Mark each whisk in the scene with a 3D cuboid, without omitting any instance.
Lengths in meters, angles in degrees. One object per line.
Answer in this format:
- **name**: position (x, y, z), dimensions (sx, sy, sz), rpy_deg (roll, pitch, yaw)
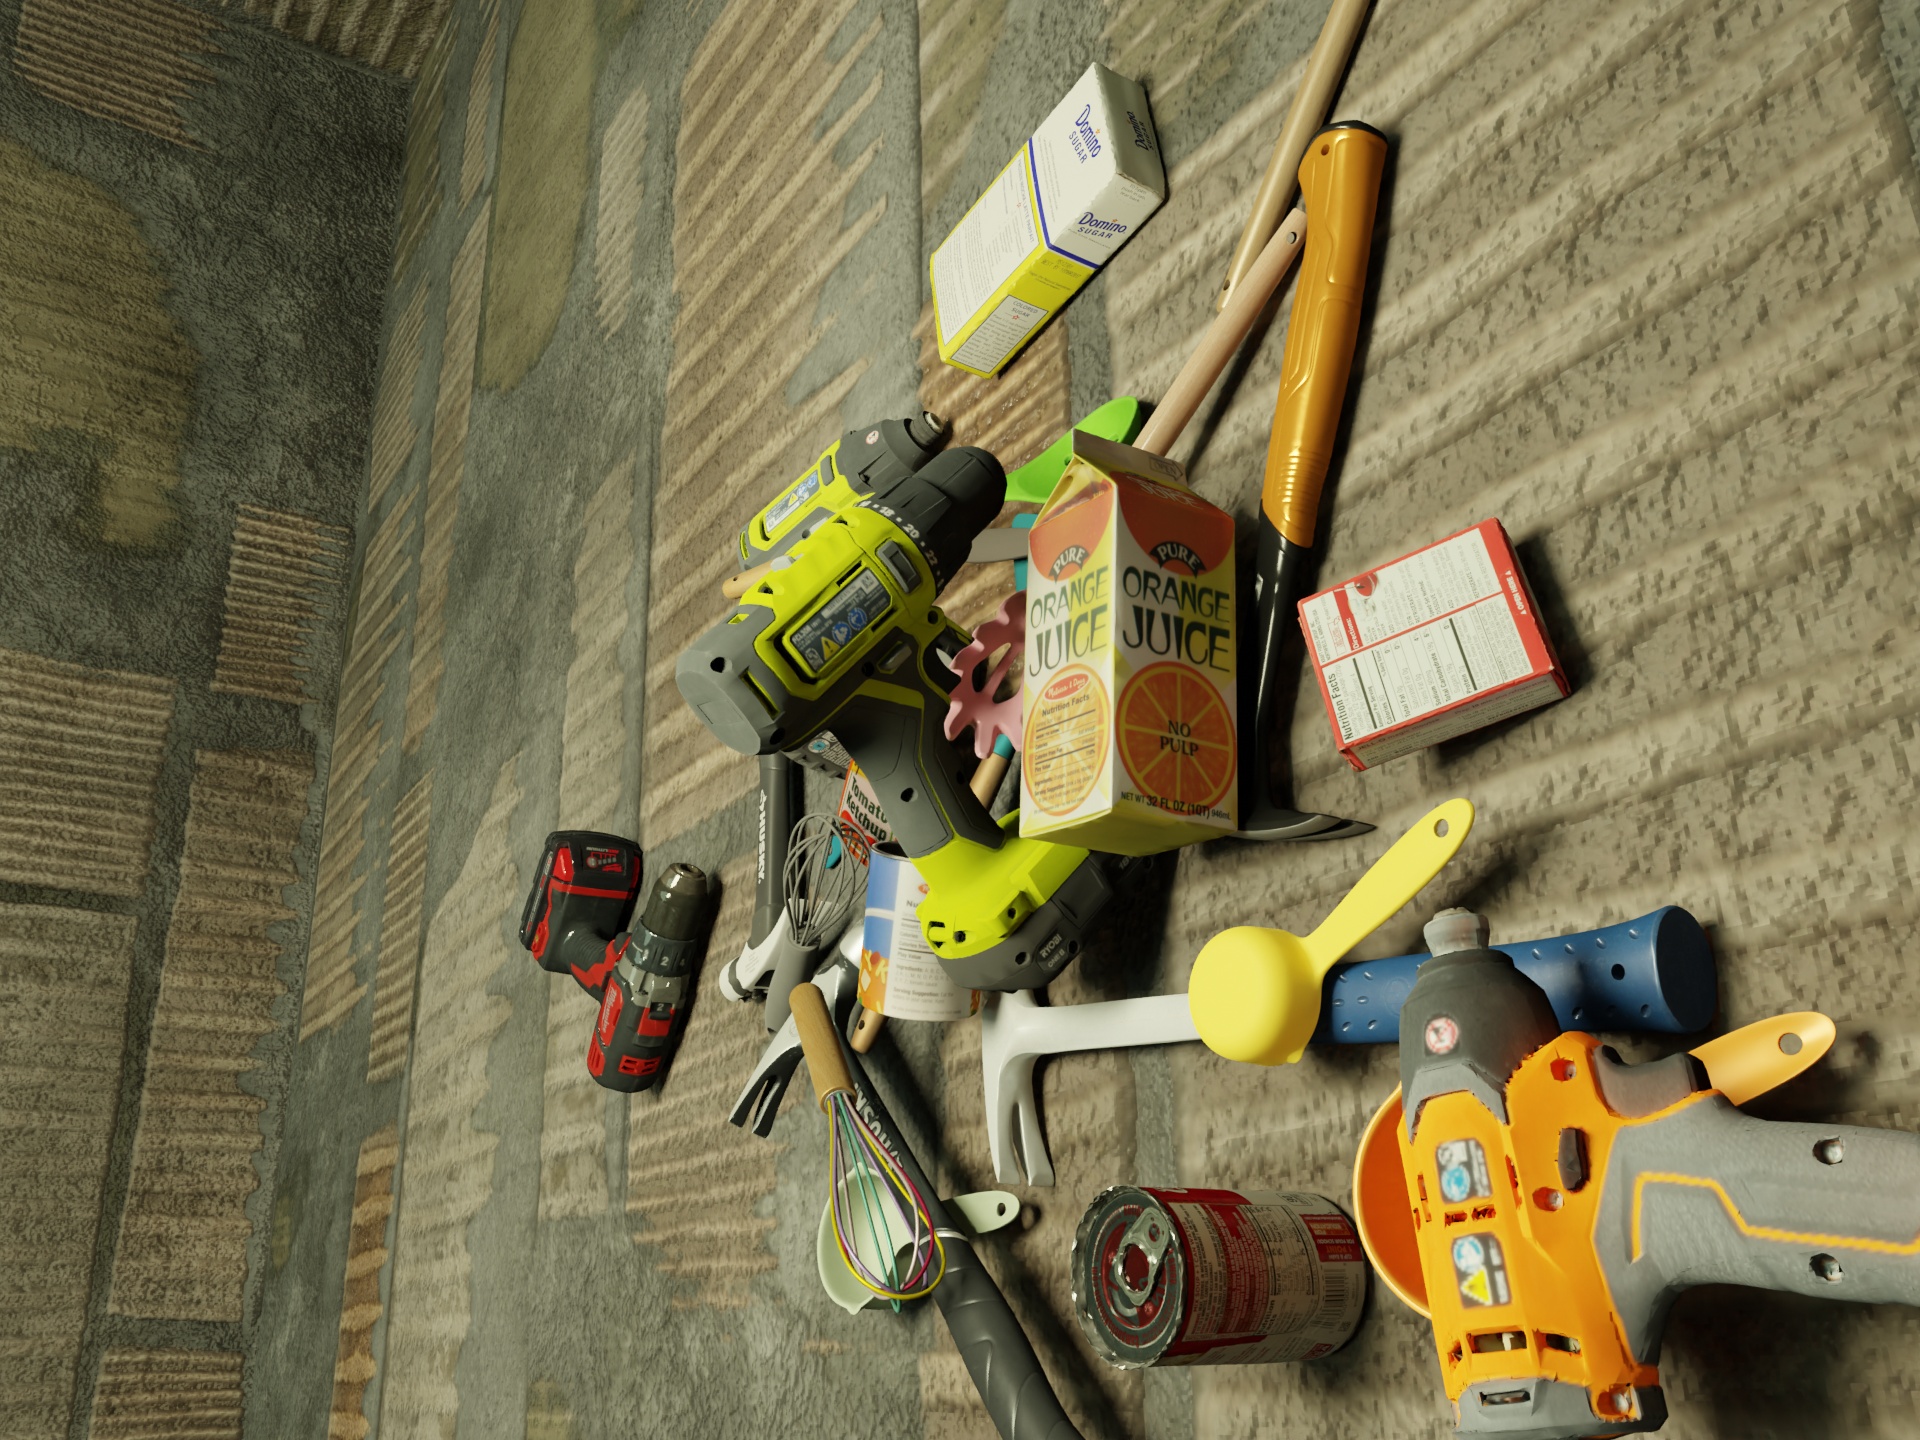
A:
- **whisk**: position (-0.057, 0.220, 0.852), dimensions (0.245, 0.047, 0.051), rpy_deg (-122, 13, -59)
- **whisk**: position (-0.096, 0.138, 1.005), dimensions (0.238, 0.055, 0.055), rpy_deg (109, 153, -47)

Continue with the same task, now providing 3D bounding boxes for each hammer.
- **hammer**: position (0.131, 0.132, 0.692), dimensions (0.405, 0.035, 0.144), rpy_deg (-21, 62, 54)
- **hammer**: position (0.158, -0.112, 0.732), dimensions (0.127, 0.034, 0.337), rpy_deg (5, 84, 59)
- **hammer**: position (-0.132, 0.023, 1.141), dimensions (0.146, 0.035, 0.335), rpy_deg (-41, 45, 54)
- **hammer**: position (-0.021, 0.264, 0.829), dimensions (0.149, 0.036, 0.409), rpy_deg (-51, 33, 6)

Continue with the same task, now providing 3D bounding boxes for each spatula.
- **spatula**: position (0.002, 0.039, 0.893), dimensions (0.082, 0.044, 0.317), rpy_deg (24, 89, 54)

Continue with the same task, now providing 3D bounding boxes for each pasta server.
- **pasta server**: position (0.086, -0.118, 0.812), dimensions (0.316, 0.060, 0.040), rpy_deg (-57, 11, 15)

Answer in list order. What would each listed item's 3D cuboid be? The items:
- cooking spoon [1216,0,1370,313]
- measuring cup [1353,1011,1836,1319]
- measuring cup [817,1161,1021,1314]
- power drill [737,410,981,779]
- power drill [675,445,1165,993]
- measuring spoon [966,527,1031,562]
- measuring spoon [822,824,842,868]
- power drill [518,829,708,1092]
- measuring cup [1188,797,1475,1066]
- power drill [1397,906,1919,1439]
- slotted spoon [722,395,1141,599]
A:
- **cooking spoon**: position (0.191, -0.351, 0.775), dimensions (0.069, 0.017, 0.319), rpy_deg (42, 115, 56)
- **measuring cup**: position (0.219, 0.146, 0.540), dimensions (0.173, 0.052, 0.095), rpy_deg (-37, 51, 26)
- **measuring cup**: position (-0.015, 0.282, 0.879), dimensions (0.167, 0.038, 0.083), rpy_deg (-27, 52, 41)
- **power drill**: position (-0.064, -0.088, 1.028), dimensions (0.171, 0.080, 0.223), rpy_deg (-36, 46, 27)
- **power drill**: position (-0.001, -0.002, 0.766), dimensions (0.190, 0.228, 0.080), rpy_deg (-45, 19, -25)
- **measuring spoon**: position (0.026, -0.101, 0.893), dimensions (0.124, 0.018, 0.034), rpy_deg (4, 77, 55)
- **measuring spoon**: position (-0.071, 0.047, 1.054), dimensions (0.128, 0.021, 0.042), rpy_deg (-61, 35, 24)
- **power drill**: position (-0.277, 0.168, 1.296), dimensions (0.227, 0.080, 0.188), rpy_deg (39, 113, 52)
- **measuring cup**: position (0.142, 0.080, 0.627), dimensions (0.156, 0.029, 0.062), rpy_deg (-54, 38, 35)
- **power drill**: position (0.231, 0.111, 0.453), dimensions (0.226, 0.084, 0.164), rpy_deg (-25, 58, 36)
- **slotted spoon**: position (-0.024, -0.120, 0.942), dimensions (0.314, 0.031, 0.070), rpy_deg (-16, 40, 33)
